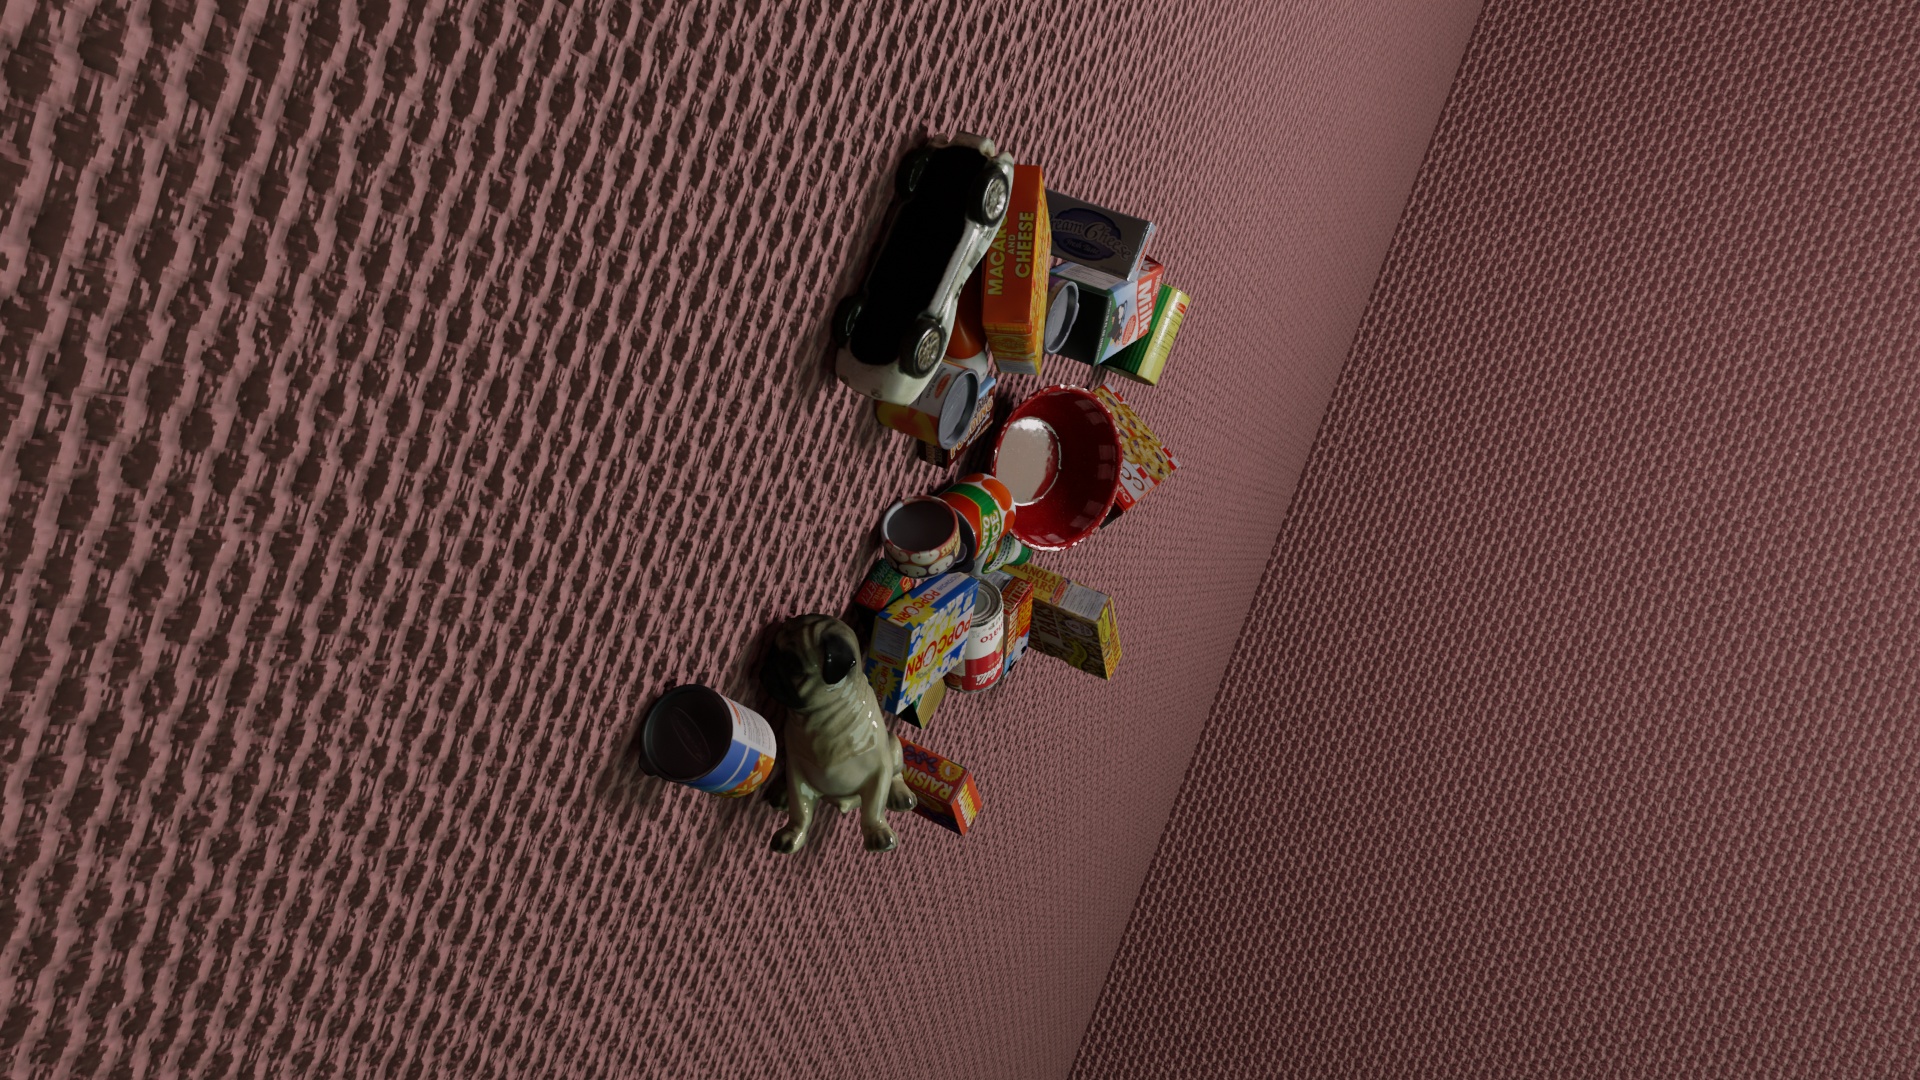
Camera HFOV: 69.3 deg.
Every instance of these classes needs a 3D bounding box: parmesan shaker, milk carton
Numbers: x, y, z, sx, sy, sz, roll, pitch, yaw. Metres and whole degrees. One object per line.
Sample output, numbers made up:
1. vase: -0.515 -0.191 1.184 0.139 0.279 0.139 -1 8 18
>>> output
1. parmesan shaker: 0.201 -0.230 1.525 0.103 0.071 0.071 -68 160 1
2. milk carton: 0.141 -0.234 1.354 0.191 0.073 0.072 -38 144 -55

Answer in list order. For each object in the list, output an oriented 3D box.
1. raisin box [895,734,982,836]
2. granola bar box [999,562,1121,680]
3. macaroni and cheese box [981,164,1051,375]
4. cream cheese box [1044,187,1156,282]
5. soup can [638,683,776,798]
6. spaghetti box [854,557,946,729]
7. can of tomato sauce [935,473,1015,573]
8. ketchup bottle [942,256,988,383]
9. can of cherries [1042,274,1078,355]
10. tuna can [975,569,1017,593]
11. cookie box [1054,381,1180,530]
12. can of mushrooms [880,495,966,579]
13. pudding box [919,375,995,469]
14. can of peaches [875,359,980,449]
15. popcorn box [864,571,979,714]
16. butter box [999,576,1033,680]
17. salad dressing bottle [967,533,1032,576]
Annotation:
1. raisin box: -0.046 0.215 1.267 0.040 0.123 0.085 -58 157 -24
2. granola bar box: 0.109 0.088 1.529 0.039 0.124 0.165 -60 158 -19
3. macaroni and cheese box: 0.045 -0.208 1.092 0.166 0.040 0.124 43 51 -81
4. cream cheese box: 0.111 -0.265 1.205 0.053 0.104 0.024 -70 163 8
5. soup can: -0.174 0.141 0.957 0.071 0.071 0.083 -64 160 -11
6. spaghetti box: -0.052 0.100 1.272 0.050 0.029 0.249 -58 158 -24
7. can of tomato sauce: 0.004 -0.016 1.238 0.083 0.071 0.070 -38 145 -54
8. ketchup bottle: -0.001 -0.181 1.094 0.148 0.043 0.065 82 27 -54
9. can of cherries: 0.064 -0.202 1.215 0.072 0.058 0.071 -51 153 -39
10. tuna can: 0.032 0.063 1.441 0.071 0.033 0.070 -51 154 -37
11. cookie box: 0.152 -0.092 1.456 0.040 0.123 0.168 -43 175 34
12. can of mushrooms: -0.031 -0.003 1.161 0.071 0.071 0.033 -55 154 -32
13. pudding box: -0.003 -0.105 1.187 0.084 0.030 0.049 -48 151 -43
14. can of peaches: -0.025 -0.110 1.085 0.071 0.058 0.070 -53 155 -37
15. popcorn box: -0.034 0.085 1.202 0.127 0.038 0.084 -34 142 -56
16. butter box: 0.050 0.091 1.428 0.053 0.024 0.103 -49 154 -39
17. salad dressing bottle: 0.032 0.004 1.366 0.064 0.044 0.148 -69 160 5
